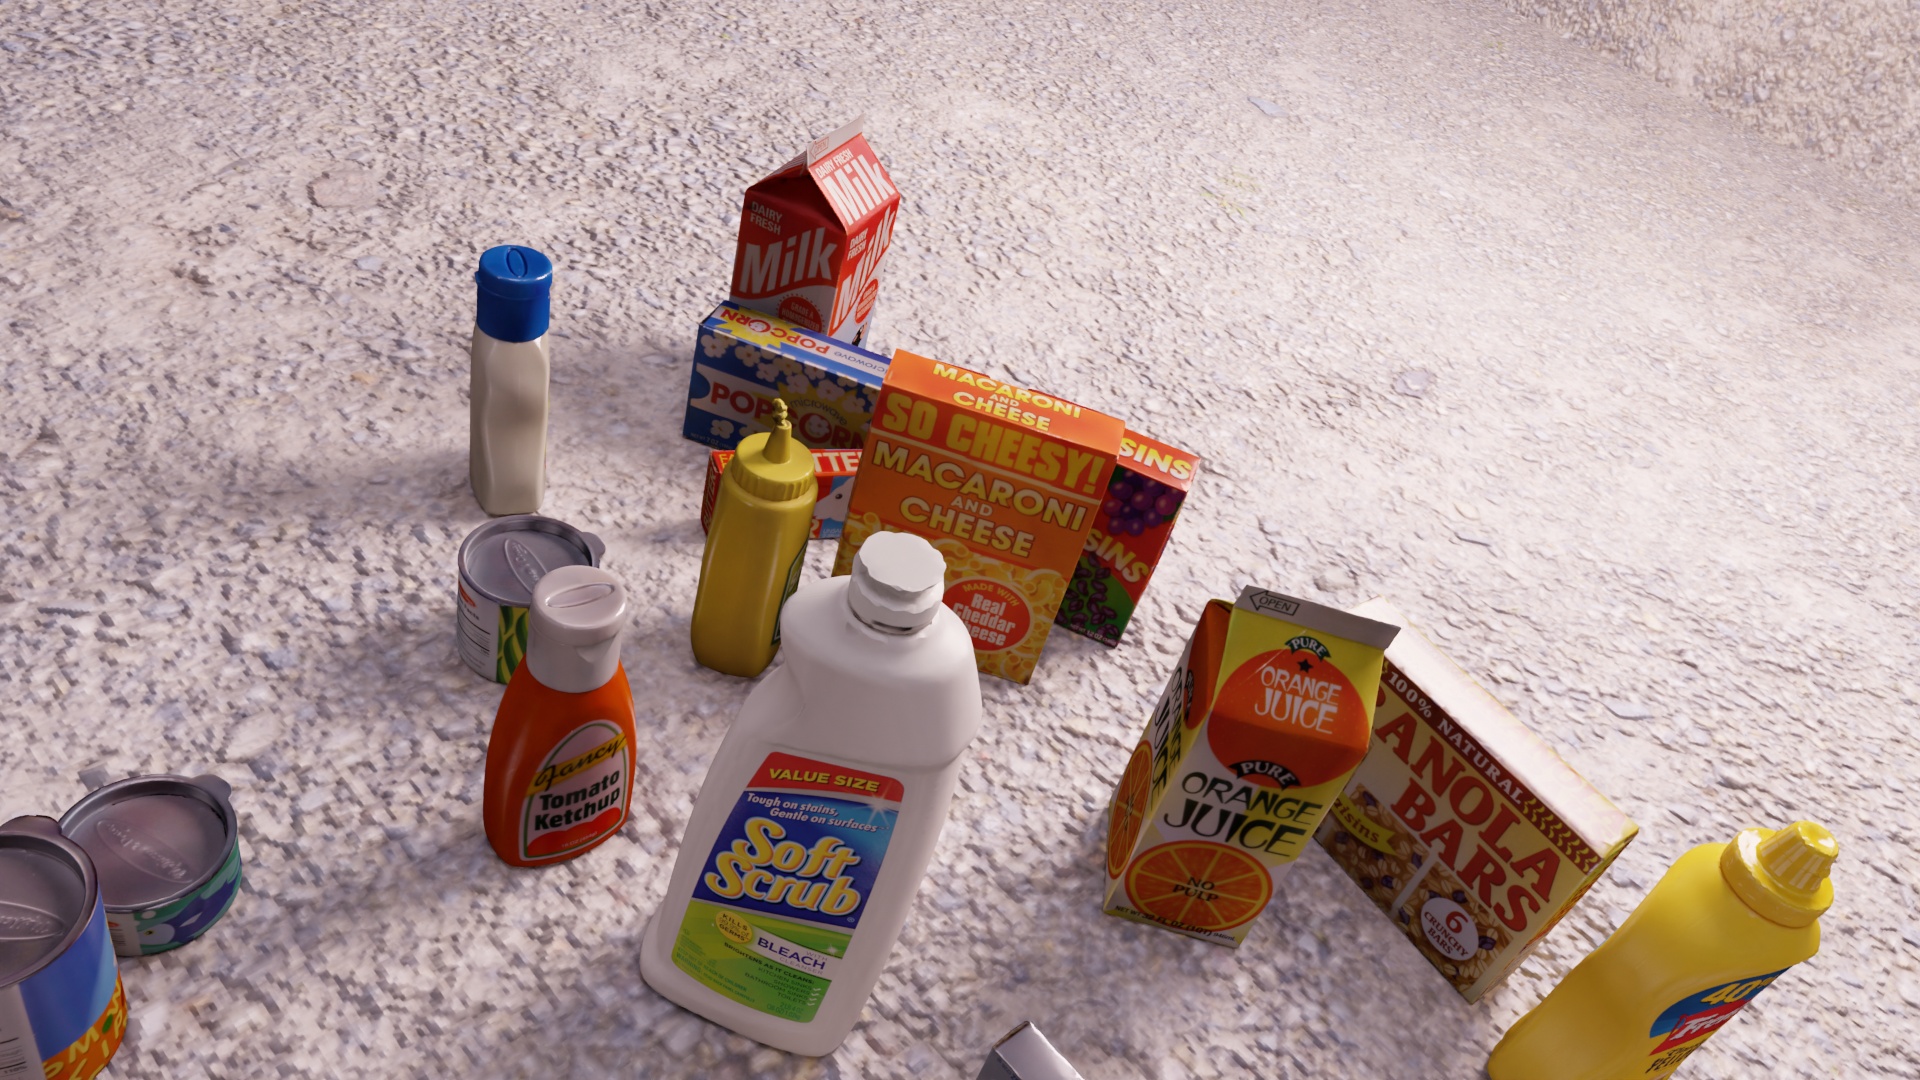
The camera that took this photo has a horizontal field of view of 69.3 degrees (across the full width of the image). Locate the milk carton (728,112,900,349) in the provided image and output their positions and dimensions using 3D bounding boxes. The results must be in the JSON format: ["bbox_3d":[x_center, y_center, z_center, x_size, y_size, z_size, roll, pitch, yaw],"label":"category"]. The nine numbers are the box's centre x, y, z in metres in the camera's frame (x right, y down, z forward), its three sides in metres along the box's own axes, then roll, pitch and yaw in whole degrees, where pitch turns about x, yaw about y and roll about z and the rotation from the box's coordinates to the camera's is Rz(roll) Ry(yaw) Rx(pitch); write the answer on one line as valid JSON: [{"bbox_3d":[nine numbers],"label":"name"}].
[{"bbox_3d":[-0.094,-0.172,0.872,0.073,0.189,0.073,26,40,10],"label":"milk carton"}]

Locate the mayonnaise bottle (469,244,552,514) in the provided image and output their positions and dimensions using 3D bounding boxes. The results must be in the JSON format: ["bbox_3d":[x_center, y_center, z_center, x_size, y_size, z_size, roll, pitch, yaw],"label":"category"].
[{"bbox_3d":[-0.242,-0.086,0.748,0.041,0.147,0.065,-4,44,-25],"label":"mayonnaise bottle"}]

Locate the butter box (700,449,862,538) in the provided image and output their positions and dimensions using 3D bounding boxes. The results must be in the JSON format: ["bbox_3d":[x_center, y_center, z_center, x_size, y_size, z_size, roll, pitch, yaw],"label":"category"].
[{"bbox_3d":[-0.097,-0.027,0.809,0.104,0.052,0.024,-2,43,-23],"label":"butter box"}]

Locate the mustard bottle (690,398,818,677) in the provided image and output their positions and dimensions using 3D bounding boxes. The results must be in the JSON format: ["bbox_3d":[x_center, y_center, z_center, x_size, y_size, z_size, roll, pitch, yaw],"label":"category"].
[{"bbox_3d":[-0.100,-0.003,0.695,0.049,0.159,0.066,17,39,-2],"label":"mustard bottle"}]

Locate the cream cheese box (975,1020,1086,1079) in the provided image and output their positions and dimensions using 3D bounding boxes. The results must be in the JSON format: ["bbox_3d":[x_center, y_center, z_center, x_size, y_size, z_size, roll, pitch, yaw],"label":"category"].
[{"bbox_3d":[0.048,0.245,0.544,0.024,0.053,0.104,-23,54,-39],"label":"cream cheese box"}]

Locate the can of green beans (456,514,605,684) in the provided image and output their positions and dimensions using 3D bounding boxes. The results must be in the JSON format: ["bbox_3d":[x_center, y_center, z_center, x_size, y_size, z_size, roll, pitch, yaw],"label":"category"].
[{"bbox_3d":[-0.216,0.030,0.693,0.071,0.057,0.071,11,39,-9],"label":"can of green beans"}]

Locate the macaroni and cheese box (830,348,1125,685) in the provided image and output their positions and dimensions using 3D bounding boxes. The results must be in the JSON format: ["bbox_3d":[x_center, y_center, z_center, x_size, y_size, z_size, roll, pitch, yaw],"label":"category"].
[{"bbox_3d":[0.003,-0.009,0.737,0.124,0.165,0.040,18,39,-1],"label":"macaroni and cheese box"}]

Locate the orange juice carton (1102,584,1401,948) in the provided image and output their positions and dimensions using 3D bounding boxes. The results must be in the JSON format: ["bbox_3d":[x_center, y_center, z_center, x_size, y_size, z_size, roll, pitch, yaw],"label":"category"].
[{"bbox_3d":[0.129,0.097,0.639,0.072,0.191,0.073,16,39,-3],"label":"orange juice carton"}]

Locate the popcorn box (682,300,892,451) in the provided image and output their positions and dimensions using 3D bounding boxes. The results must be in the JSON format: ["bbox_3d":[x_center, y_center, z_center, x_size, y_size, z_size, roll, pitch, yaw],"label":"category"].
[{"bbox_3d":[-0.100,-0.085,0.850,0.127,0.084,0.038,20,39,2],"label":"popcorn box"}]

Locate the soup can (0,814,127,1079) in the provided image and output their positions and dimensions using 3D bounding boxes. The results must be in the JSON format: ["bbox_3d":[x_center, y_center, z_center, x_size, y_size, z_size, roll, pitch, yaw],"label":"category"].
[{"bbox_3d":[-0.333,0.150,0.486,0.071,0.083,0.072,11,39,-9],"label":"soup can"}]

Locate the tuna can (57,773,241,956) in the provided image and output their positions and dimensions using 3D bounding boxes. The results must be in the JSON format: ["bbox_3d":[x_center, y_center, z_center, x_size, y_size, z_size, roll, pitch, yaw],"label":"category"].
[{"bbox_3d":[-0.323,0.128,0.556,0.071,0.032,0.071,11,39,-9],"label":"tuna can"}]

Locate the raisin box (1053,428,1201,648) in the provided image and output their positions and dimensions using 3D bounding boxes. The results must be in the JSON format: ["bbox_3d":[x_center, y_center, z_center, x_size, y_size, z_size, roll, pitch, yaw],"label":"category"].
[{"bbox_3d":[0.075,-0.007,0.796,0.086,0.122,0.040,23,39,7],"label":"raisin box"}]

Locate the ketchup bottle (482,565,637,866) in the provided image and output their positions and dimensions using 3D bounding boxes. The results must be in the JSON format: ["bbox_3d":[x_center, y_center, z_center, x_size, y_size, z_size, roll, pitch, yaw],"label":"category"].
[{"bbox_3d":[-0.167,0.075,0.587,0.065,0.148,0.043,-17,50,-35],"label":"ketchup bottle"}]

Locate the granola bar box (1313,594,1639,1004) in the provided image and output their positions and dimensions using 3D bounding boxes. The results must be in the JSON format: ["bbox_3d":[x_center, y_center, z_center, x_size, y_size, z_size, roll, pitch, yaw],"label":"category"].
[{"bbox_3d":[0.234,0.127,0.698,0.039,0.123,0.166,-16,50,-35],"label":"granola bar box"}]
